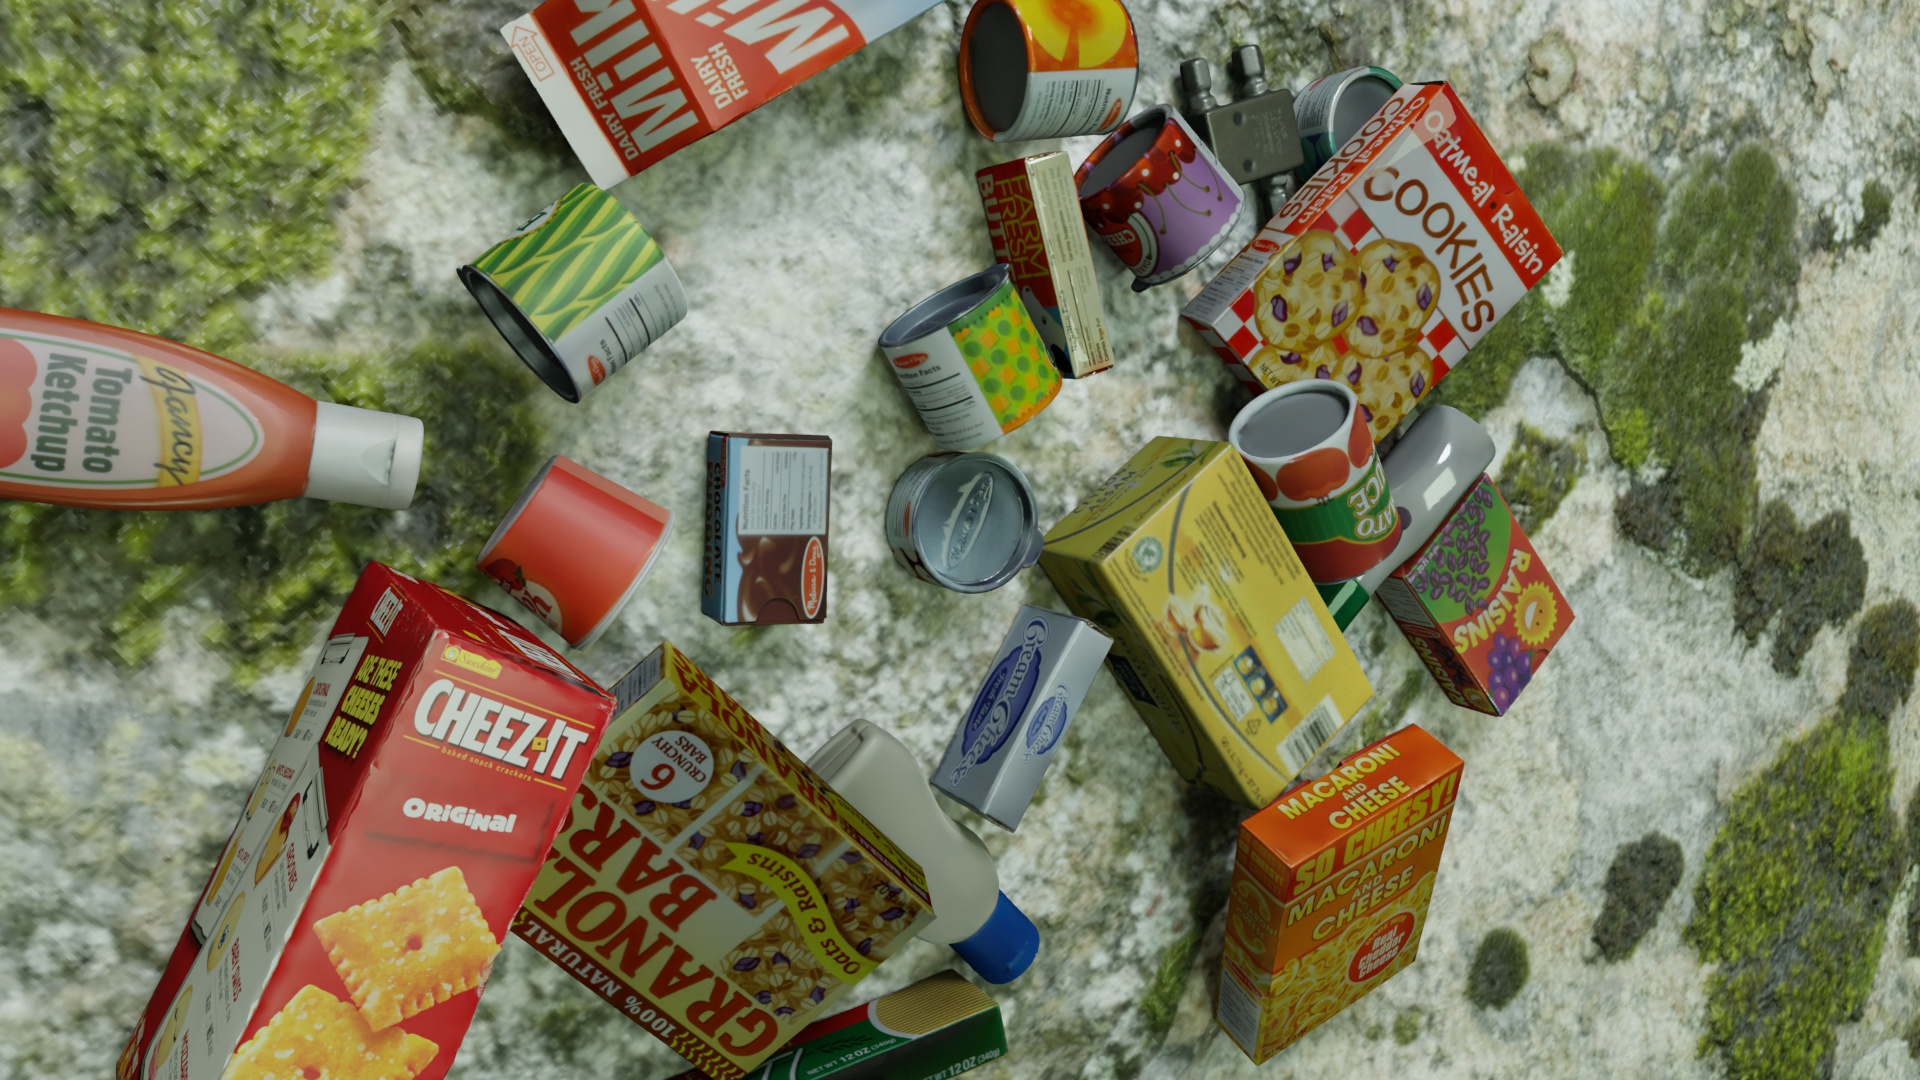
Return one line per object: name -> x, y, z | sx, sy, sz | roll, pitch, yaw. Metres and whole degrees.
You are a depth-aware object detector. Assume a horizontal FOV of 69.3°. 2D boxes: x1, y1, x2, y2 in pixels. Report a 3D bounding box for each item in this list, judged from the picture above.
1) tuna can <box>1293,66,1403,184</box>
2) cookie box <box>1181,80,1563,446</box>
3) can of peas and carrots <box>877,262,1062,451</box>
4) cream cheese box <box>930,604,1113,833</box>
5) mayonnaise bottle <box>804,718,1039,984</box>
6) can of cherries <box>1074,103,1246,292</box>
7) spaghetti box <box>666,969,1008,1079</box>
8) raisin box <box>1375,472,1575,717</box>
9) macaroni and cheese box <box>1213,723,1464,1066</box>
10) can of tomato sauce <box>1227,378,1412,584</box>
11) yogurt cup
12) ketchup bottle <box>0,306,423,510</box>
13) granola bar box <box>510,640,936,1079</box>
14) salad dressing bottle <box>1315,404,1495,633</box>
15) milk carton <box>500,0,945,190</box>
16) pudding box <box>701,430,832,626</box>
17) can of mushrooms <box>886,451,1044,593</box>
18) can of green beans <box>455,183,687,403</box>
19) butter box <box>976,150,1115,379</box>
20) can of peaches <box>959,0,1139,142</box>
tuna can -> 0.213, -0.217, 0.746 | 0.071, 0.033, 0.071 | -3, 96, -27
cookie box -> 0.217, -0.135, 0.726 | 0.167, 0.040, 0.122 | -46, 115, 3
can of peas and carrots -> 0.007, -0.083, 0.631 | 0.071, 0.071, 0.058 | -38, 112, -20
cream cheese box -> 0.028, 0.083, 0.667 | 0.024, 0.053, 0.104 | 34, 79, -29
mayonnaise bottle -> -0.018, 0.153, 0.656 | 0.065, 0.041, 0.147 | -44, 115, -10
can of cherries -> 0.092, -0.164, 0.668 | 0.058, 0.071, 0.071 | 43, 76, -25
spaghetti box -> -0.098, 0.253, 0.618 | 0.251, 0.050, 0.028 | -13, 100, -26
raisin box -> 0.300, 0.031, 0.815 | 0.086, 0.040, 0.123 | -48, 115, -17
macaroni and cheese box -> 0.198, 0.189, 0.740 | 0.124, 0.040, 0.165 | -23, 131, -25
can of tomato sauce -> 0.181, -0.030, 0.699 | 0.071, 0.071, 0.082 | -43, 125, -18
yogurt cup -> -0.155, 0.002, 0.555 | 0.054, 0.072, 0.072 | 37, 78, -18
ketchup bottle -> -0.274, -0.039, 0.498 | 0.149, 0.043, 0.064 | 9, 91, -29
granola bar box -> -0.111, 0.139, 0.584 | 0.124, 0.039, 0.165 | -41, 114, 5
salad dressing bottle -> 0.233, -0.006, 0.766 | 0.044, 0.064, 0.148 | 41, 84, -6
milk carton -> -0.085, -0.217, 0.564 | 0.191, 0.073, 0.072 | -37, 111, -20
pudding box -> -0.085, -0.006, 0.610 | 0.050, 0.030, 0.083 | -1, 96, -29
can of mushrooms -> 0.002, -0.008, 0.655 | 0.071, 0.033, 0.071 | -3, 96, -28
can of green beans -> -0.150, -0.097, 0.545 | 0.058, 0.071, 0.071 | -43, 113, -18
butter box -> 0.040, -0.128, 0.652 | 0.024, 0.053, 0.103 | -20, 104, -22
can of peaches -> 0.038, -0.219, 0.636 | 0.058, 0.071, 0.071 | -13, 101, -26
